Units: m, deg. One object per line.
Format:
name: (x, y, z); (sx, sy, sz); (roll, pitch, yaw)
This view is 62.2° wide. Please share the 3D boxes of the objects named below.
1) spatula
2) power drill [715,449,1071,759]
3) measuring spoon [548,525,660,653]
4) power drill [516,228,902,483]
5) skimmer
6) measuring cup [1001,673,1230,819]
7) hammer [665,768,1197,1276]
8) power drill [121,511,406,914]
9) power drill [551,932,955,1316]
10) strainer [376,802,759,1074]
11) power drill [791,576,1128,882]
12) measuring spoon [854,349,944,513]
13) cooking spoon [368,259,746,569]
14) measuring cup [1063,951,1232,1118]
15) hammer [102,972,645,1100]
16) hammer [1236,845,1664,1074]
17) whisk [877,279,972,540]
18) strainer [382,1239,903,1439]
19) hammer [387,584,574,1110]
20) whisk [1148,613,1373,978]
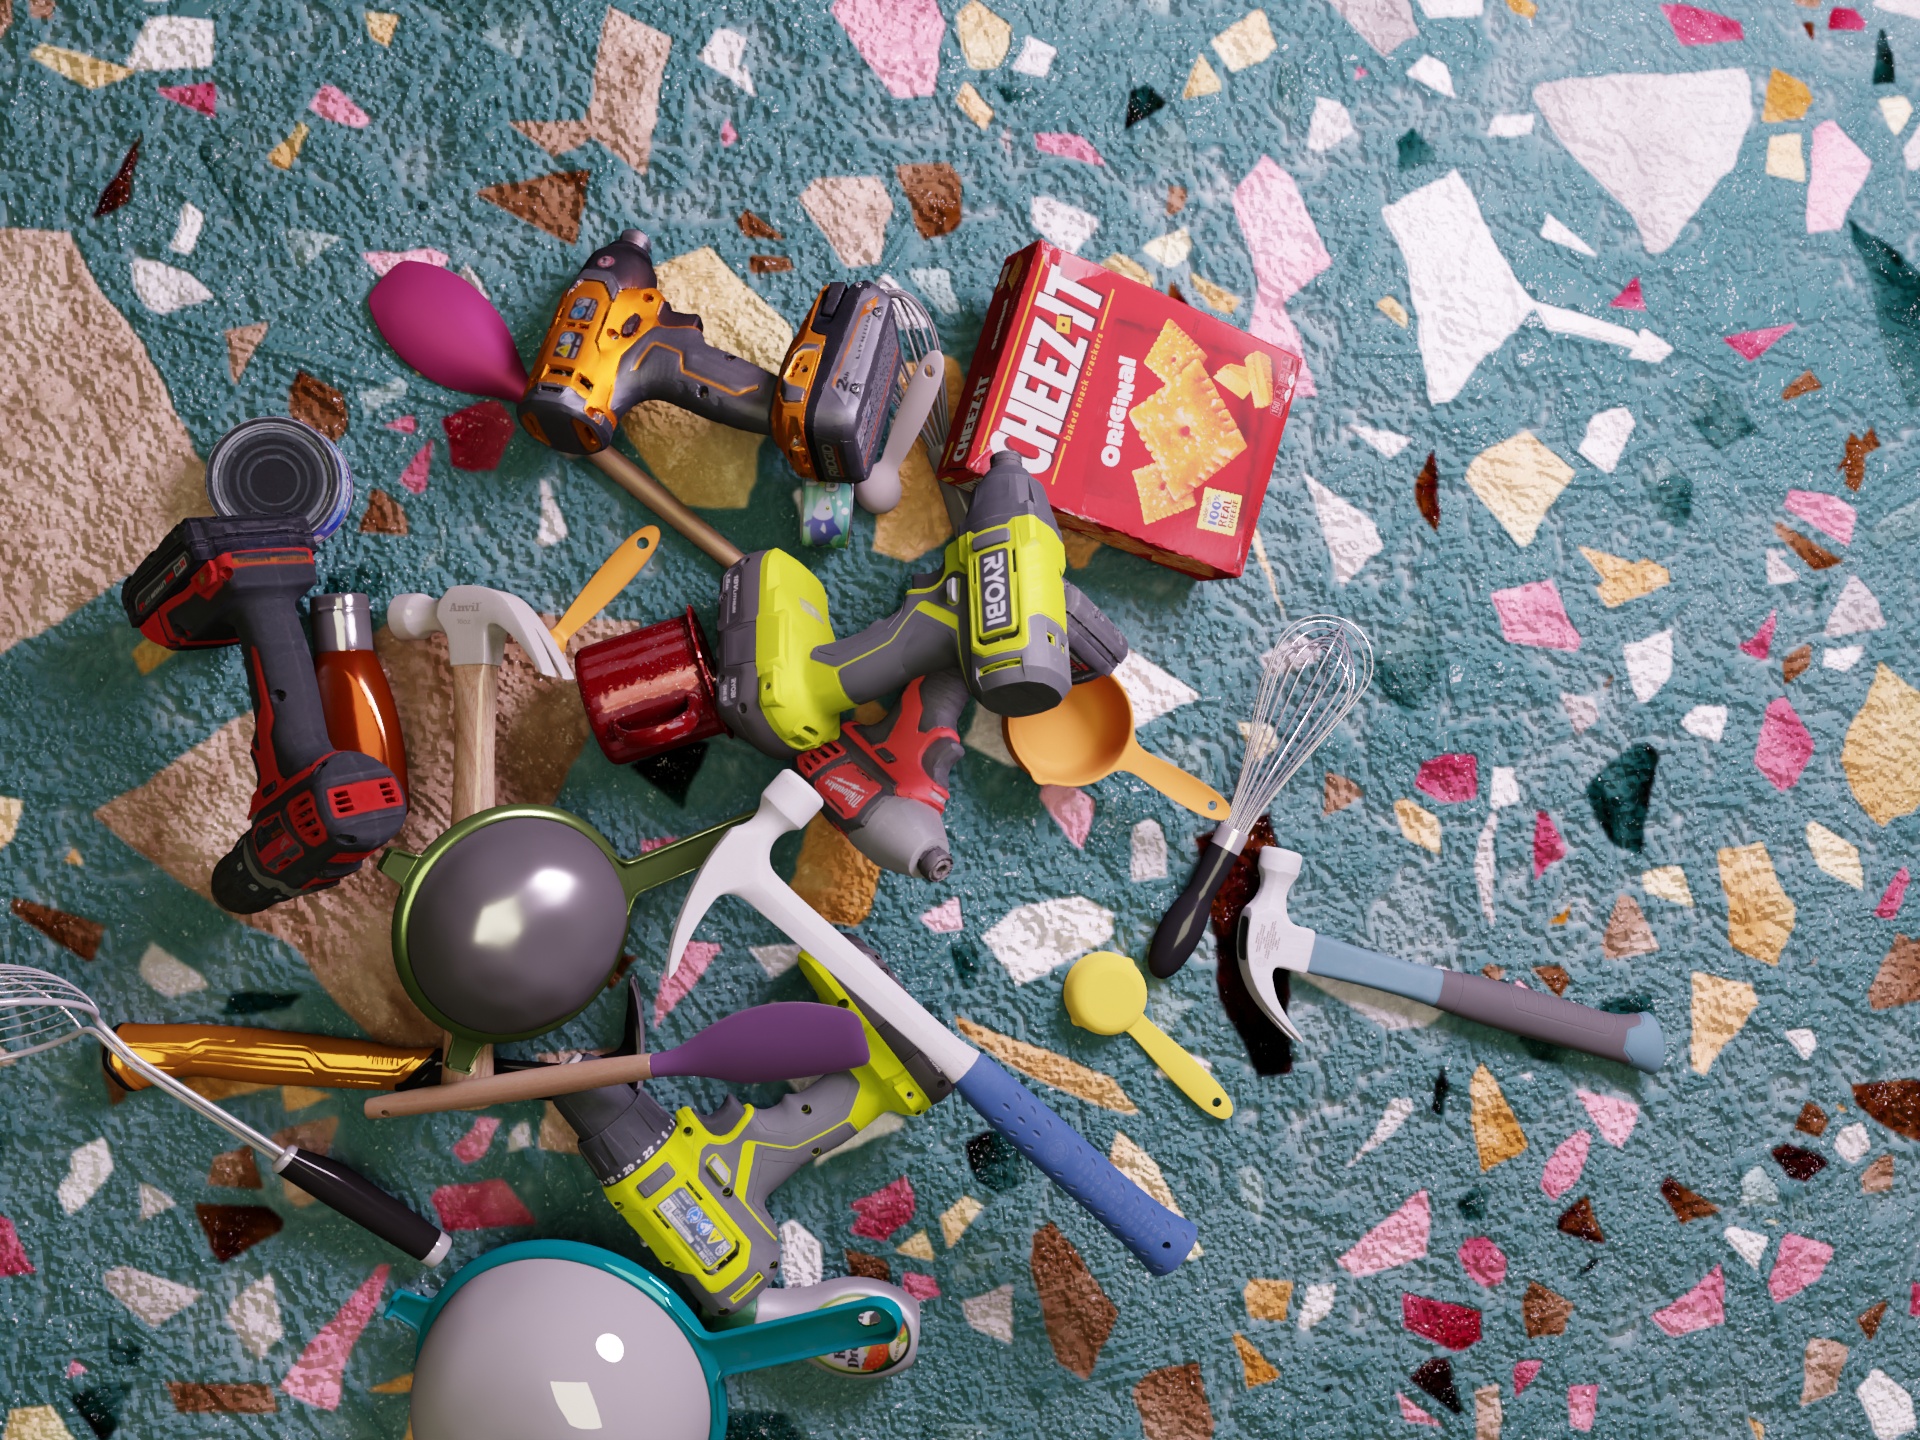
spatula: (-0.212, 0.212, 0.968); (0.316, 0.018, 0.059); (-10, 119, 6)
power drill: (-0.040, -0.070, 1.002); (0.223, 0.080, 0.171); (-15, 62, 25)
measuring spoon: (-0.244, -0.088, 1.075); (0.021, 0.011, 0.117); (41, 84, -6)
power drill: (-0.158, -0.242, 1.033); (0.226, 0.084, 0.164); (9, 67, 9)
skimmer: (-0.480, 0.260, 0.969); (0.363, 0.127, 0.090); (40, 43, -19)
measuring cup: (0.108, 0.023, 1.105); (0.173, 0.052, 0.095); (30, 85, -8)
hammer: (-0.009, 0.217, 1.009); (0.405, 0.035, 0.144); (43, 81, -10)
power drill: (-0.438, 0.004, 0.986); (0.080, 0.188, 0.227); (-14, 79, -51)
power drill: (-0.132, 0.243, 1.036); (0.228, 0.080, 0.190); (-39, 98, -13)
strainer: (-0.216, 0.112, 0.985); (0.256, 0.069, 0.151); (-22, 109, -29)
power drill: (-0.002, -0.003, 1.037); (0.219, 0.078, 0.143); (-50, 51, 2)
measuring spoon: (-0.041, -0.193, 1.071); (0.034, 0.018, 0.124); (32, 119, 10)
cooking spoon: (-0.261, -0.196, 1.071); (0.319, 0.017, 0.069); (39, 83, -5)
measuring cup: (0.138, 0.226, 1.114); (0.156, 0.029, 0.062); (44, 83, -3)
hammer: (-0.377, 0.218, 1.038); (0.337, 0.034, 0.127); (6, 89, -8)
hammer: (0.355, 0.194, 1.146); (0.331, 0.033, 0.128); (16, 86, -8)
whisk: (-0.013, -0.188, 1.095); (0.055, 0.055, 0.239); (-23, 96, -8)
strainer: (-0.199, 0.420, 0.969); (0.340, 0.095, 0.211); (-18, 99, 14)
hammer: (-0.309, 0.079, 1.012); (0.130, 0.031, 0.331); (-2, 86, 25)
whisk: (0.205, 0.055, 1.117); (0.070, 0.070, 0.284); (28, 90, -7)
